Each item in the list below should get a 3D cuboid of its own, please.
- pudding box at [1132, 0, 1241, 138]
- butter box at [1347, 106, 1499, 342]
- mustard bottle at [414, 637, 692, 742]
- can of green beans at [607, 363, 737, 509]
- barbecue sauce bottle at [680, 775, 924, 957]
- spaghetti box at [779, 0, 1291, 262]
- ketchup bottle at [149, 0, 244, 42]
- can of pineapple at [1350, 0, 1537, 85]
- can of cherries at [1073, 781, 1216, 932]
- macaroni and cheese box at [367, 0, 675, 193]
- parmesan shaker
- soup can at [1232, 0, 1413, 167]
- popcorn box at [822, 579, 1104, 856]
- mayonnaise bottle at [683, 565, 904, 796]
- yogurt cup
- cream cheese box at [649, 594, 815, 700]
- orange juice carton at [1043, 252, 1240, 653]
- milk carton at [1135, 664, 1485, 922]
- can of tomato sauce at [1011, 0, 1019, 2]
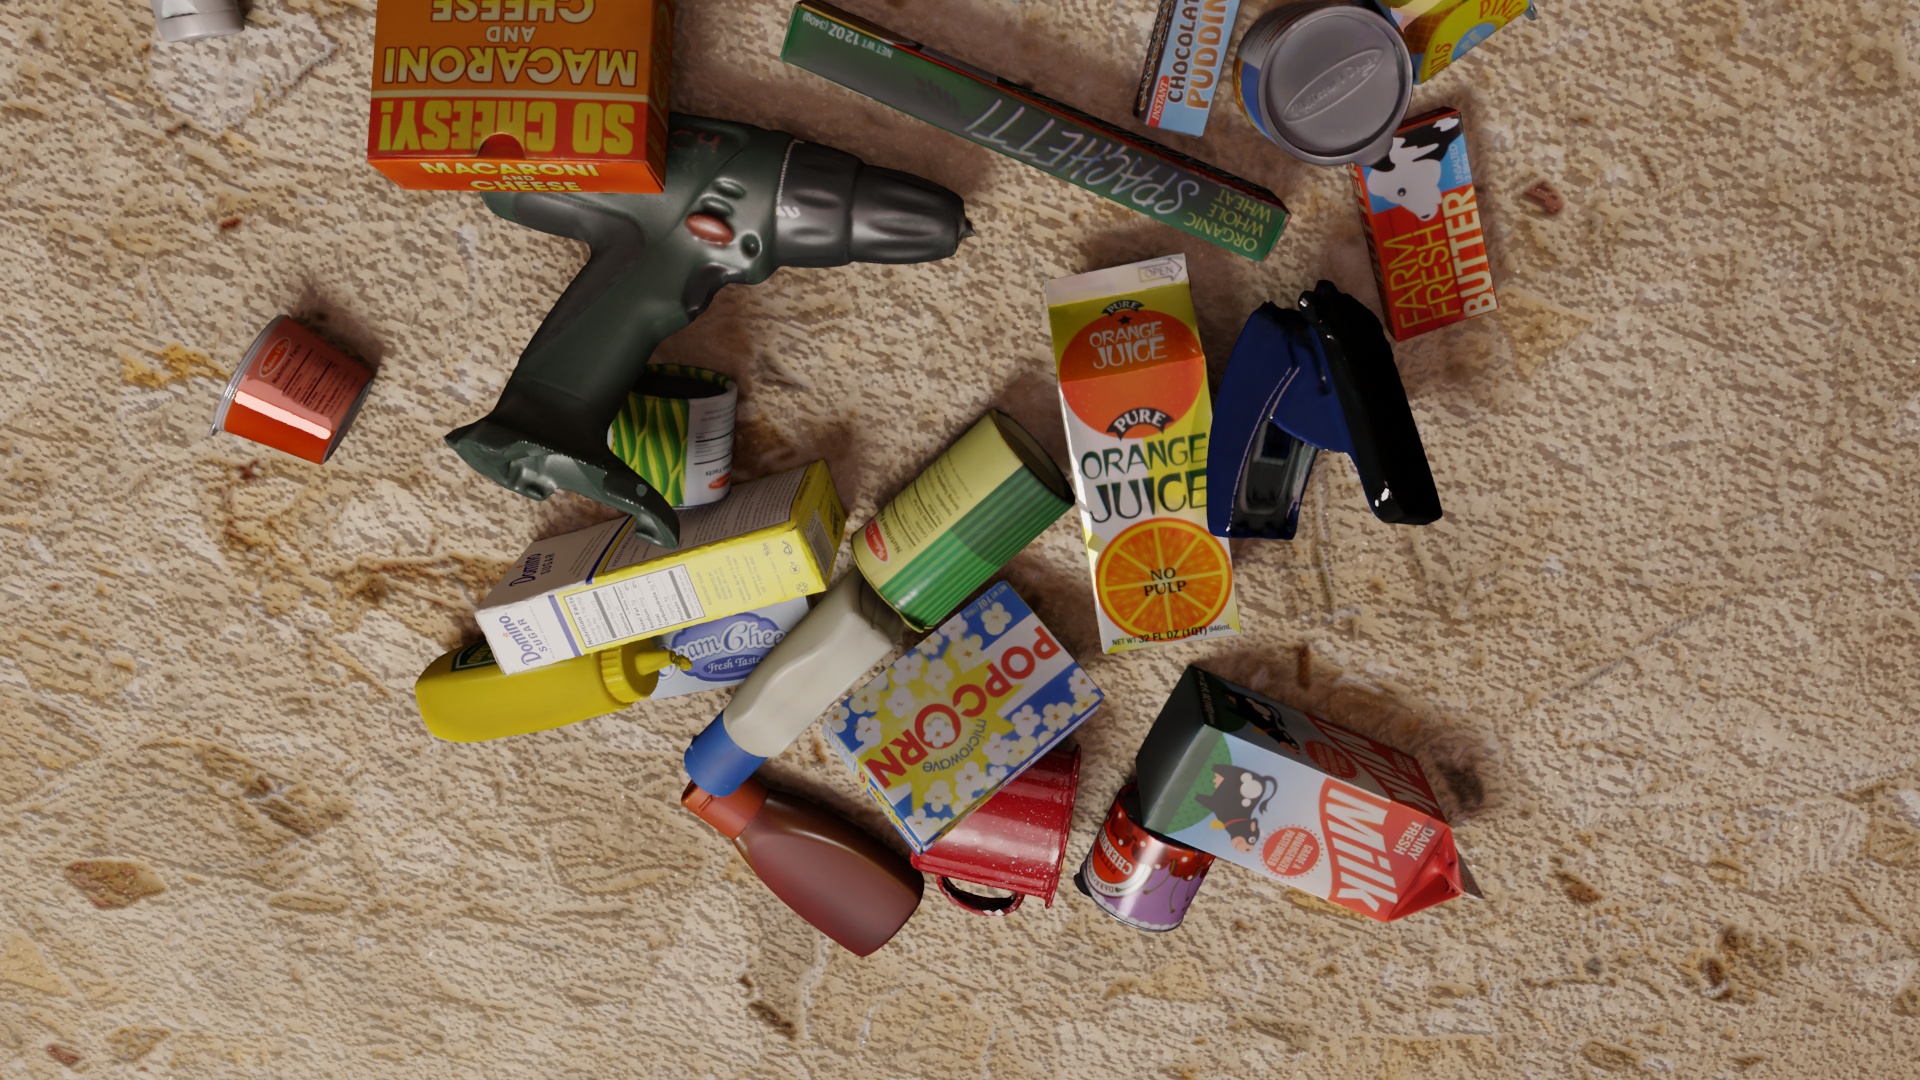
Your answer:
[{"bbox_3d":[0.106,-0.233,0.643,0.030,0.050,0.083,12,113,-5],"label":"pudding box"},{"bbox_3d":[0.227,-0.154,0.683,0.053,0.024,0.103,-17,110,8],"label":"butter box"},{"bbox_3d":[-0.217,0.073,0.760,0.160,0.065,0.048,-10,108,18],"label":"mustard bottle"},{"bbox_3d":[-0.150,-0.055,0.715,0.071,0.071,0.057,7,112,-1],"label":"can of green beans"},{"bbox_3d":[-0.096,0.182,0.821,0.148,0.044,0.064,39,108,-12],"label":"barbecue sauce bottle"},{"bbox_3d":[0.038,-0.195,0.660,0.250,0.050,0.028,21,113,-6],"label":"spaghetti box"},{"bbox_3d":[-0.370,-0.307,0.634,0.065,0.044,0.148,-8,112,5],"label":"ketchup bottle"},{"bbox_3d":[0.214,-0.247,0.623,0.058,0.071,0.071,-34,107,16],"label":"can of pineapple"},{"bbox_3d":[0.108,0.181,0.799,0.071,0.072,0.058,20,111,-6],"label":"can of cherries"},{"bbox_3d":[-0.192,-0.241,0.617,0.124,0.040,0.166,1,84,2],"label":"macaroni and cheese box"},{"bbox_3d":[0.003,-0.009,0.725,0.103,0.071,0.071,-41,105,16],"label":"parmesan shaker"},{"bbox_3d":[0.163,-0.208,0.632,0.071,0.084,0.071,1,113,2],"label":"soup can"},{"bbox_3d":[0.002,0.092,0.736,0.127,0.038,0.085,-37,76,-16],"label":"popcorn box"},{"bbox_3d":[-0.091,0.080,0.744,0.041,0.065,0.147,39,112,-16],"label":"mayonnaise bottle"},{"bbox_3d":[-0.341,-0.075,0.717,0.054,0.073,0.072,29,111,-18],"label":"yogurt cup"},{"bbox_3d":[-0.130,0.054,0.781,0.104,0.024,0.053,-11,110,6],"label":"cream cheese box"},{"bbox_3d":[0.092,-0.045,0.706,0.072,0.073,0.192,-9,111,7],"label":"orange juice carton"},{"bbox_3d":[0.201,0.149,0.781,0.190,0.072,0.073,23,111,-7],"label":"milk carton"},{"bbox_3d":[0.044,-0.290,0.613,0.083,0.071,0.071,-26,109,13],"label":"can of tomato sauce"}]
